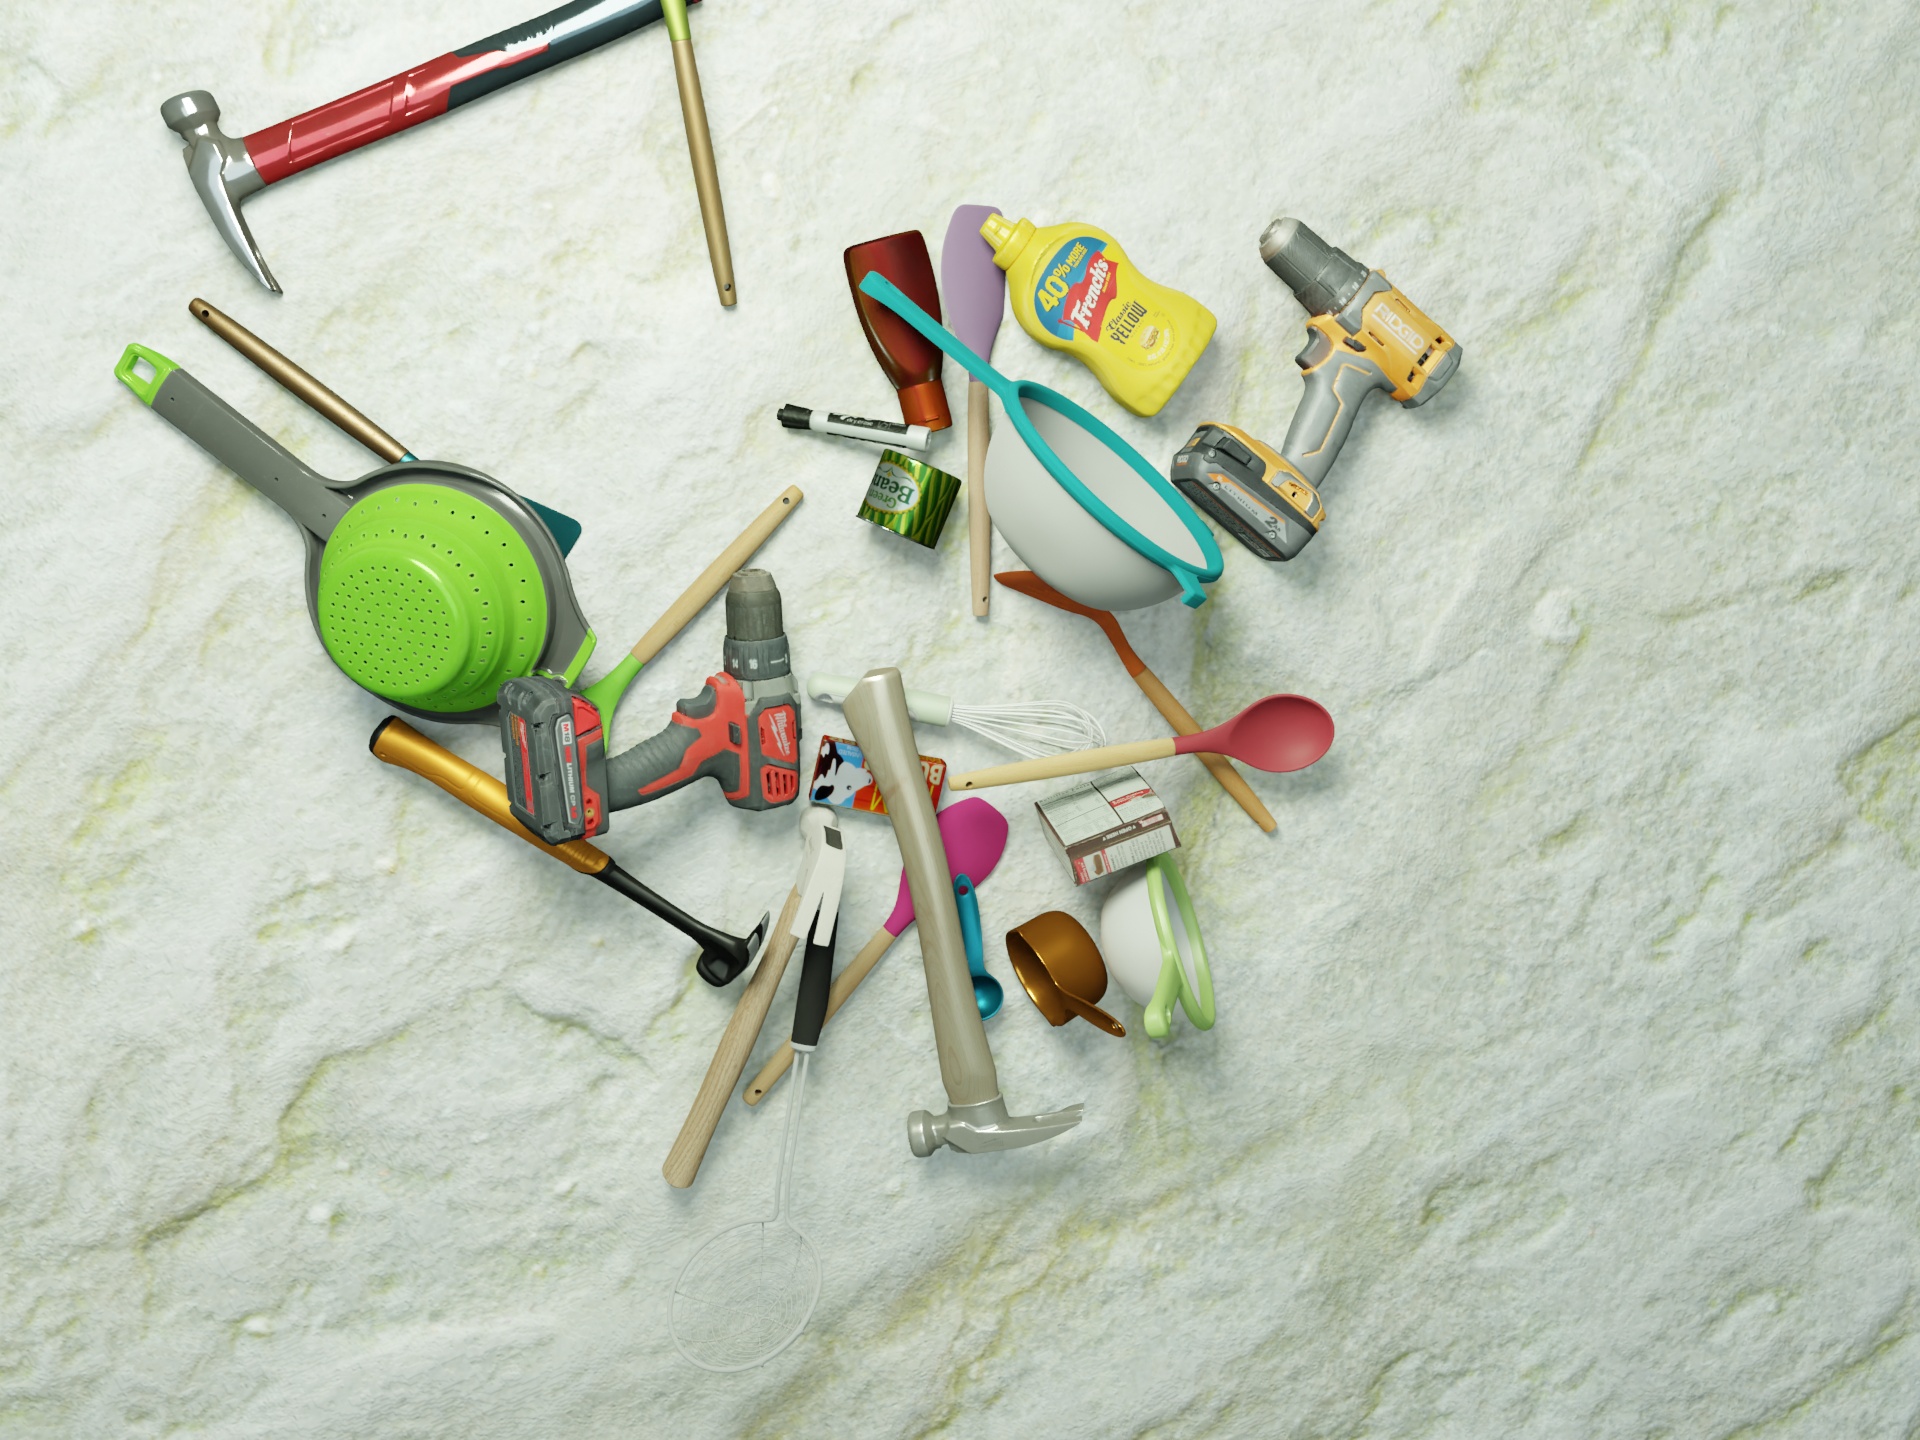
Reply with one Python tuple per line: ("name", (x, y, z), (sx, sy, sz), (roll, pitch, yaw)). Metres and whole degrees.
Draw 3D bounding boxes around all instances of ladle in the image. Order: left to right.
("ladle", (-0.192, -0.456, 1.133), (0.078, 0.062, 0.320), (-14, 115, -14))
("ladle", (0.144, 0.027, 1.262), (0.315, 0.031, 0.069), (-9, 112, -10))

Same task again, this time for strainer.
("strainer", (0.041, -0.191, 1.186), (0.340, 0.211, 0.095), (39, 113, -6))
("strainer", (0.141, 0.194, 1.234), (0.069, 0.256, 0.151), (-17, 98, 16))

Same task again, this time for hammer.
("hammer", (-0.361, -0.446, 1.147), (0.386, 0.038, 0.143), (-24, 104, -3))
("hammer", (-0.302, 0.096, 1.225), (0.337, 0.127, 0.034), (33, 59, -7))
("hammer", (-0.166, 0.234, 1.269), (0.031, 0.130, 0.331), (21, 105, -16))
("hammer", (-0.010, 0.156, 1.272), (0.146, 0.038, 0.410), (-10, 103, 9))

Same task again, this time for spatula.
("spatula", (-0.436, -0.209, 1.188), (0.317, 0.044, 0.082), (38, 94, -8))
("spatula", (0.012, -0.239, 1.243), (0.059, 0.018, 0.316), (-8, 103, -32))
("spatula", (0.153, -0.017, 1.290), (0.041, 0.081, 0.322), (-47, 108, -14))

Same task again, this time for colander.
("colander", (-0.457, -0.131, 1.144), (0.397, 0.094, 0.204), (38, 109, -7))

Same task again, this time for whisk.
("whisk", (-0.002, -0.004, 1.273), (0.246, 0.057, 0.059), (11, 64, -5))

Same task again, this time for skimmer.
("skimmer", (-0.148, 0.320, 1.256), (0.127, 0.090, 0.363), (7, 85, 28))

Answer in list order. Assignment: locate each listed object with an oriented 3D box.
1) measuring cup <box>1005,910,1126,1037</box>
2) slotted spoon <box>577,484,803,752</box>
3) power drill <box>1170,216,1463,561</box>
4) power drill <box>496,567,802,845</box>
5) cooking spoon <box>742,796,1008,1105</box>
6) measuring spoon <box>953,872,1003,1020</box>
("measuring cup", (0.100, 0.206, 1.260), (0.052, 0.174, 0.095), (-28, 112, -20))
("slotted spoon", (-0.232, -0.065, 1.239), (0.070, 0.031, 0.314), (43, 90, -4))
("power drill", (0.260, -0.262, 1.246), (0.185, 0.084, 0.226), (38, 89, -12))
("power drill", (-0.222, -0.010, 1.188), (0.226, 0.080, 0.187), (-12, 109, -34))
("cooking spoon", (-0.074, 0.194, 1.311), (0.068, 0.017, 0.319), (39, 92, -12))
("measuring spoon", (0.008, 0.186, 1.319), (0.042, 0.021, 0.128), (-10, 101, -9))
